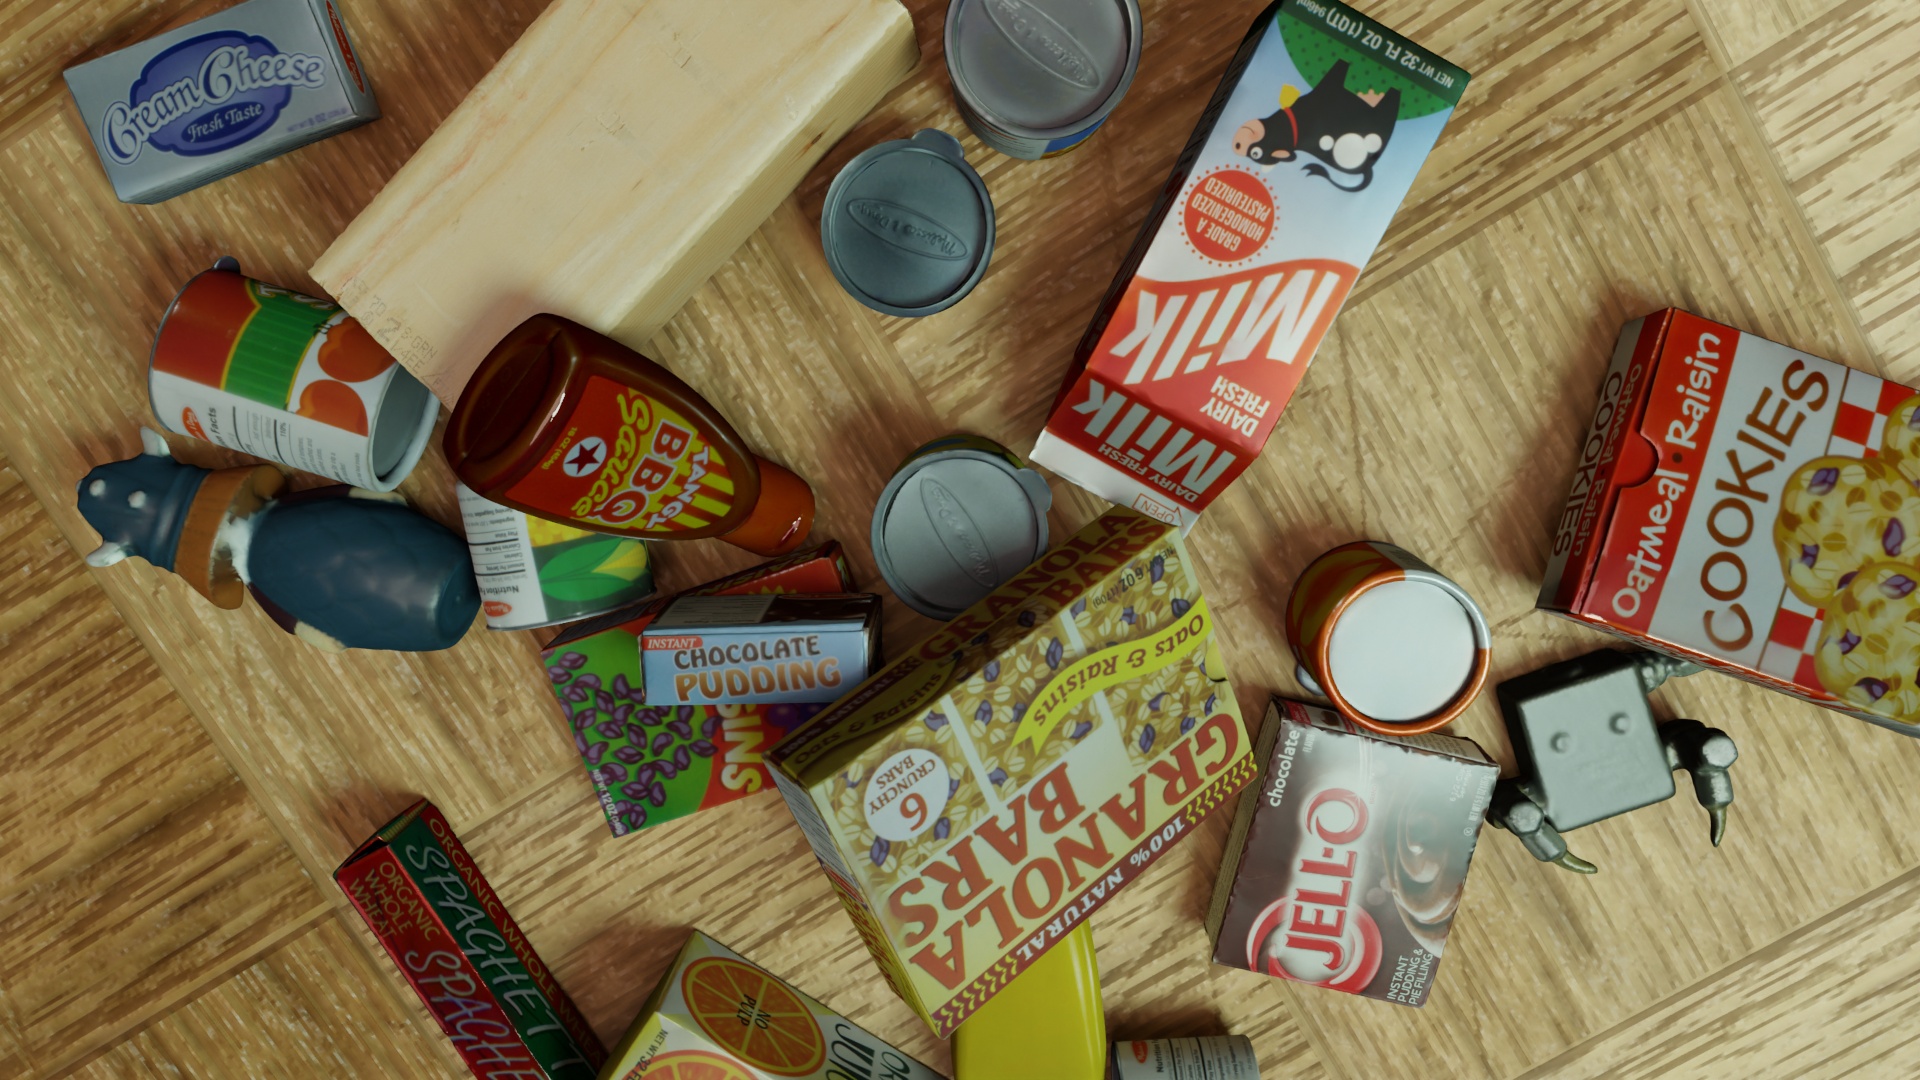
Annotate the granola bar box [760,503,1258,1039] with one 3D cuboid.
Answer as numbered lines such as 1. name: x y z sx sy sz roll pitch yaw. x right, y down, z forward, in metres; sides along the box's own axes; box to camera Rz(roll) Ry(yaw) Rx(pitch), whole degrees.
1. granola bar box: 0.027 0.082 0.509 0.166 0.039 0.123 -34 120 -21

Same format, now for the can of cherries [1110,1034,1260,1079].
1. can of cherries: 0.095 0.245 0.580 0.058 0.071 0.071 -4 100 1

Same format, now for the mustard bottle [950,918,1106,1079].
1. mustard bottle: 0.027 0.169 0.577 0.065 0.049 0.160 -2 98 1

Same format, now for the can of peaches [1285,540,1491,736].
1. can of peaches: 0.166 0.040 0.547 0.071 0.058 0.071 0 100 1

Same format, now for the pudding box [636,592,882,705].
1. pudding box: -0.072 0.039 0.515 0.084 0.050 0.030 -2 102 2

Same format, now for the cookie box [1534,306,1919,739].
1. cookie box: 0.323 -0.005 0.534 0.167 0.040 0.123 18 87 -2

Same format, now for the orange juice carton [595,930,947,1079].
1. orange juice carton: -0.056 0.254 0.580 0.193 0.073 0.071 32 99 -5

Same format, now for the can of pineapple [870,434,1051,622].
1. can of pineapple: 0.002 -0.007 0.542 0.071 0.058 0.071 0 100 1

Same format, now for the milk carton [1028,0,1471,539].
1. milk carton: 0.100 -0.098 0.517 0.072 0.073 0.190 28 99 -4

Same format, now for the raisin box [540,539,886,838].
1. raisin box: -0.094 0.060 0.566 0.123 0.040 0.086 -18 98 5

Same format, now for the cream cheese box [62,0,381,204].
1. cream cheese box: -0.285 -0.172 0.537 0.104 0.024 0.053 -19 99 4

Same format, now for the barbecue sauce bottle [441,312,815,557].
1. barbecue sauce bottle: -0.109 -0.028 0.500 0.044 0.148 0.065 43 99 31

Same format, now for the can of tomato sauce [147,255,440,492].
1. can of tomato sauce: -0.252 -0.063 0.535 0.083 0.071 0.071 17 100 -2

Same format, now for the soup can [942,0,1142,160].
1. soup can: 0.030 -0.176 0.500 0.071 0.084 0.071 0 100 1

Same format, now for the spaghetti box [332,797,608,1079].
1. spaghetti box: -0.176 0.224 0.590 0.028 0.050 0.249 -31 97 5

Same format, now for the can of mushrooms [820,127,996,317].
1. can of mushrooms: -0.018 -0.122 0.536 0.071 0.033 0.071 0 100 2

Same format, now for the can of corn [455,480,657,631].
1. can of corn: -0.156 -0.002 0.544 0.071 0.071 0.058 -10 98 3
